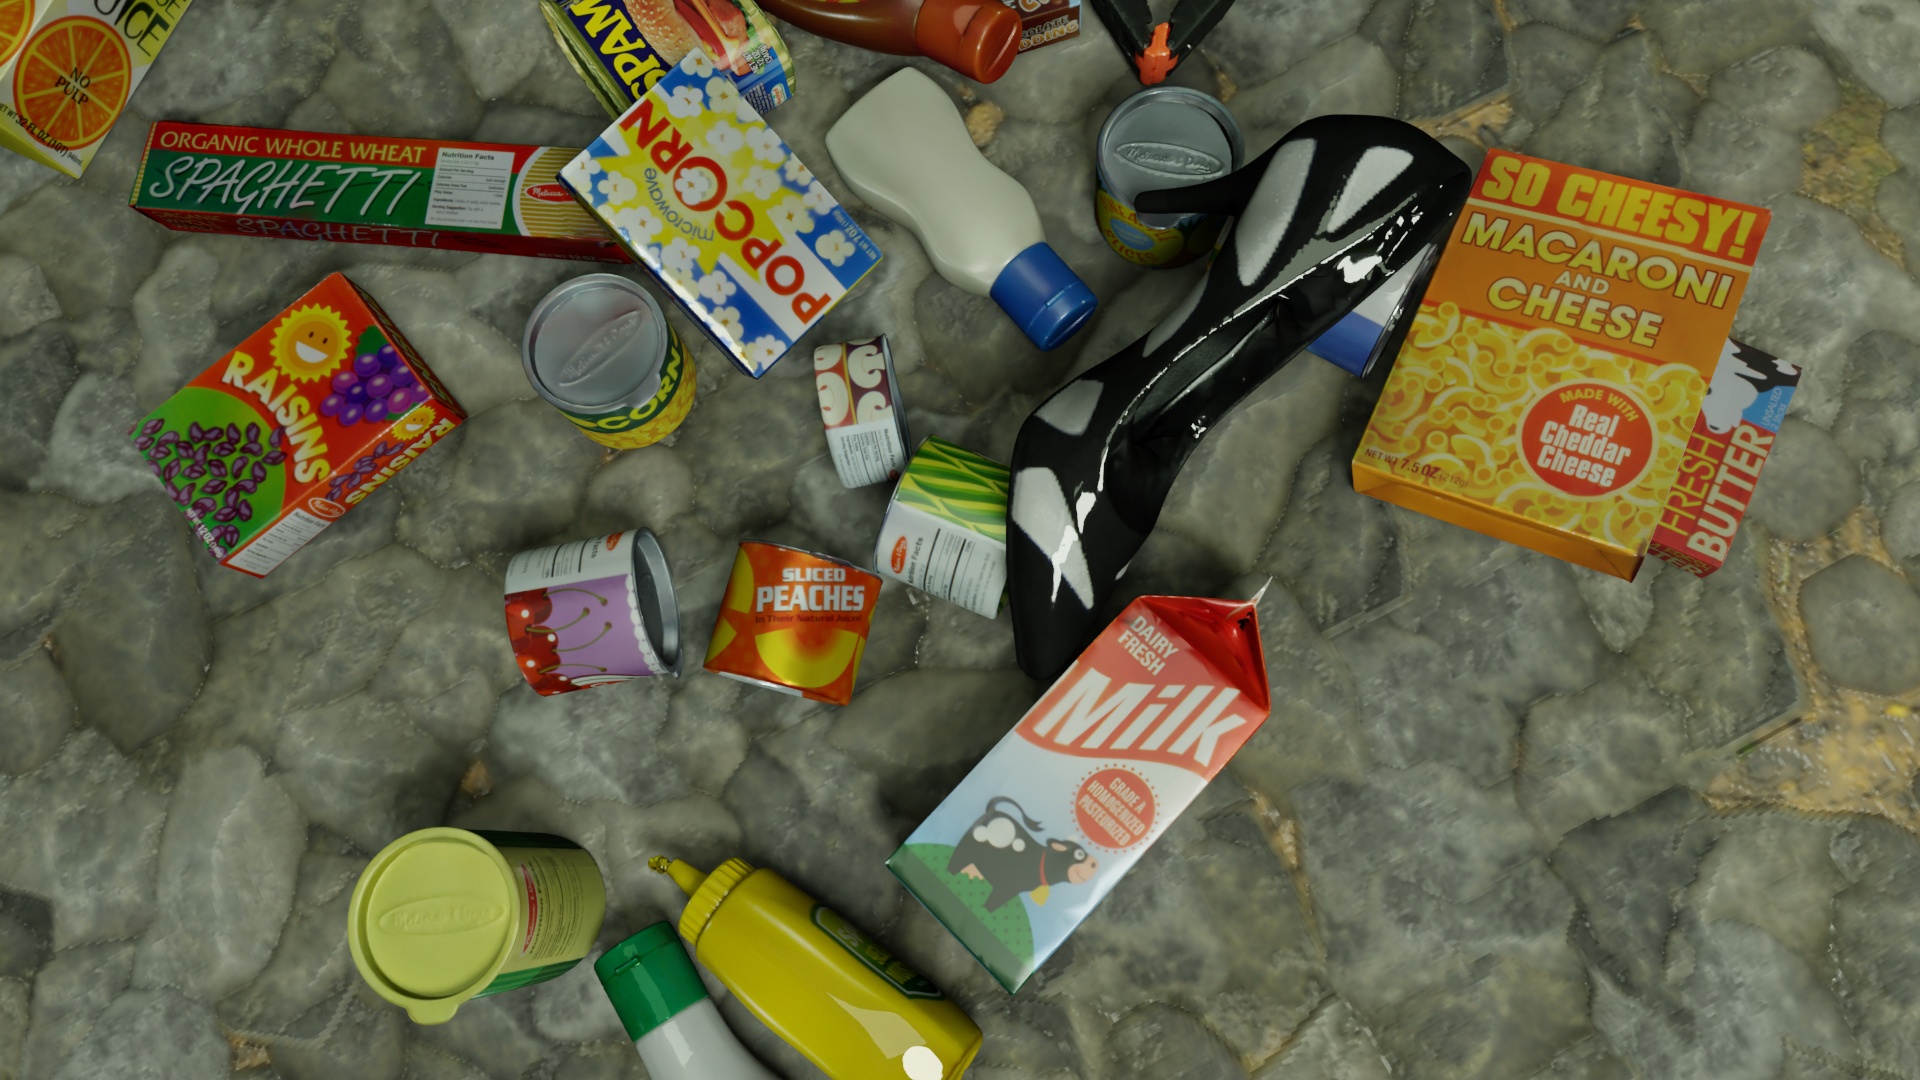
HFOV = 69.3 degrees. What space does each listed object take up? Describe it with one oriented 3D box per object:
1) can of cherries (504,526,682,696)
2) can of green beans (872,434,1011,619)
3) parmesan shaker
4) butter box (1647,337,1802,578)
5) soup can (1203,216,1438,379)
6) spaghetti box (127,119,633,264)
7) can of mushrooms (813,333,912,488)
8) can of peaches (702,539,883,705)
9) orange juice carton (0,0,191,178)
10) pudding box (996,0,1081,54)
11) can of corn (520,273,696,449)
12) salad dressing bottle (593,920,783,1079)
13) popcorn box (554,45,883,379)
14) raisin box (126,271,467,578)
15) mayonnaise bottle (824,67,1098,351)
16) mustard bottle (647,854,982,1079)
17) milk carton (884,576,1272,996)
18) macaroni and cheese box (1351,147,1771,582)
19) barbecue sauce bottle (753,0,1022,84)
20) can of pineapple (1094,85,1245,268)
[{"bbox_3d":[-0.160,0.034,0.612,0.058,0.071,0.071,-11,77,1],"label":"can of cherries"},{"bbox_3d":[0.001,-0.006,0.610,0.058,0.071,0.071,22,79,8],"label":"can of green beans"},{"bbox_3d":[-0.193,0.154,0.566,0.071,0.103,0.071,-1,77,4],"label":"parmesan shaker"},{"bbox_3d":[0.327,-0.040,0.618,0.053,0.024,0.103,25,79,10],"label":"butter box"},{"bbox_3d":[0.160,-0.119,0.627,0.084,0.071,0.071,30,81,14],"label":"soup can"},{"bbox_3d":[-0.282,-0.173,0.687,0.250,0.028,0.050,5,77,5],"label":"spaghetti box"},{"bbox_3d":[-0.043,-0.060,0.627,0.033,0.071,0.071,-11,77,2],"label":"can of mushrooms"},{"bbox_3d":[-0.072,0.036,0.603,0.071,0.071,0.058,14,79,7],"label":"can of peaches"},{"bbox_3d":[-0.447,-0.292,0.704,0.073,0.071,0.193,24,80,8],"label":"orange juice carton"},{"bbox_3d":[0.026,-0.287,0.694,0.050,0.030,0.084,-16,77,-1],"label":"pudding box"},{"bbox_3d":[-0.159,-0.079,0.642,0.071,0.058,0.071,-1,77,4],"label":"can of corn"},{"bbox_3d":[-0.101,0.230,0.573,0.064,0.044,0.148,-33,76,-2],"label":"salad dressing bottle"},{"bbox_3d":[-0.109,-0.148,0.638,0.085,0.038,0.126,-45,107,-6],"label":"popcorn box"},{"bbox_3d":[-0.312,-0.054,0.656,0.123,0.040,0.086,-40,77,-4],"label":"raisin box"},{"bbox_3d":[0.003,-0.154,0.659,0.065,0.041,0.148,-41,79,-3],"label":"mayonnaise bottle"},{"bbox_3d":[-0.067,0.175,0.574,0.160,0.065,0.049,33,85,14],"label":"mustard bottle"},{"bbox_3d":[0.063,0.090,0.580,0.073,0.072,0.191,43,83,12],"label":"milk carton"},{"bbox_3d":[0.262,-0.081,0.612,0.124,0.040,0.167,21,78,23],"label":"macaroni and cheese box"},{"bbox_3d":[-0.039,-0.266,0.672,0.149,0.043,0.065,33,90,21],"label":"barbecue sauce bottle"},{"bbox_3d":[0.095,-0.166,0.646,0.071,0.057,0.071,-1,77,4],"label":"can of pineapple"}]
